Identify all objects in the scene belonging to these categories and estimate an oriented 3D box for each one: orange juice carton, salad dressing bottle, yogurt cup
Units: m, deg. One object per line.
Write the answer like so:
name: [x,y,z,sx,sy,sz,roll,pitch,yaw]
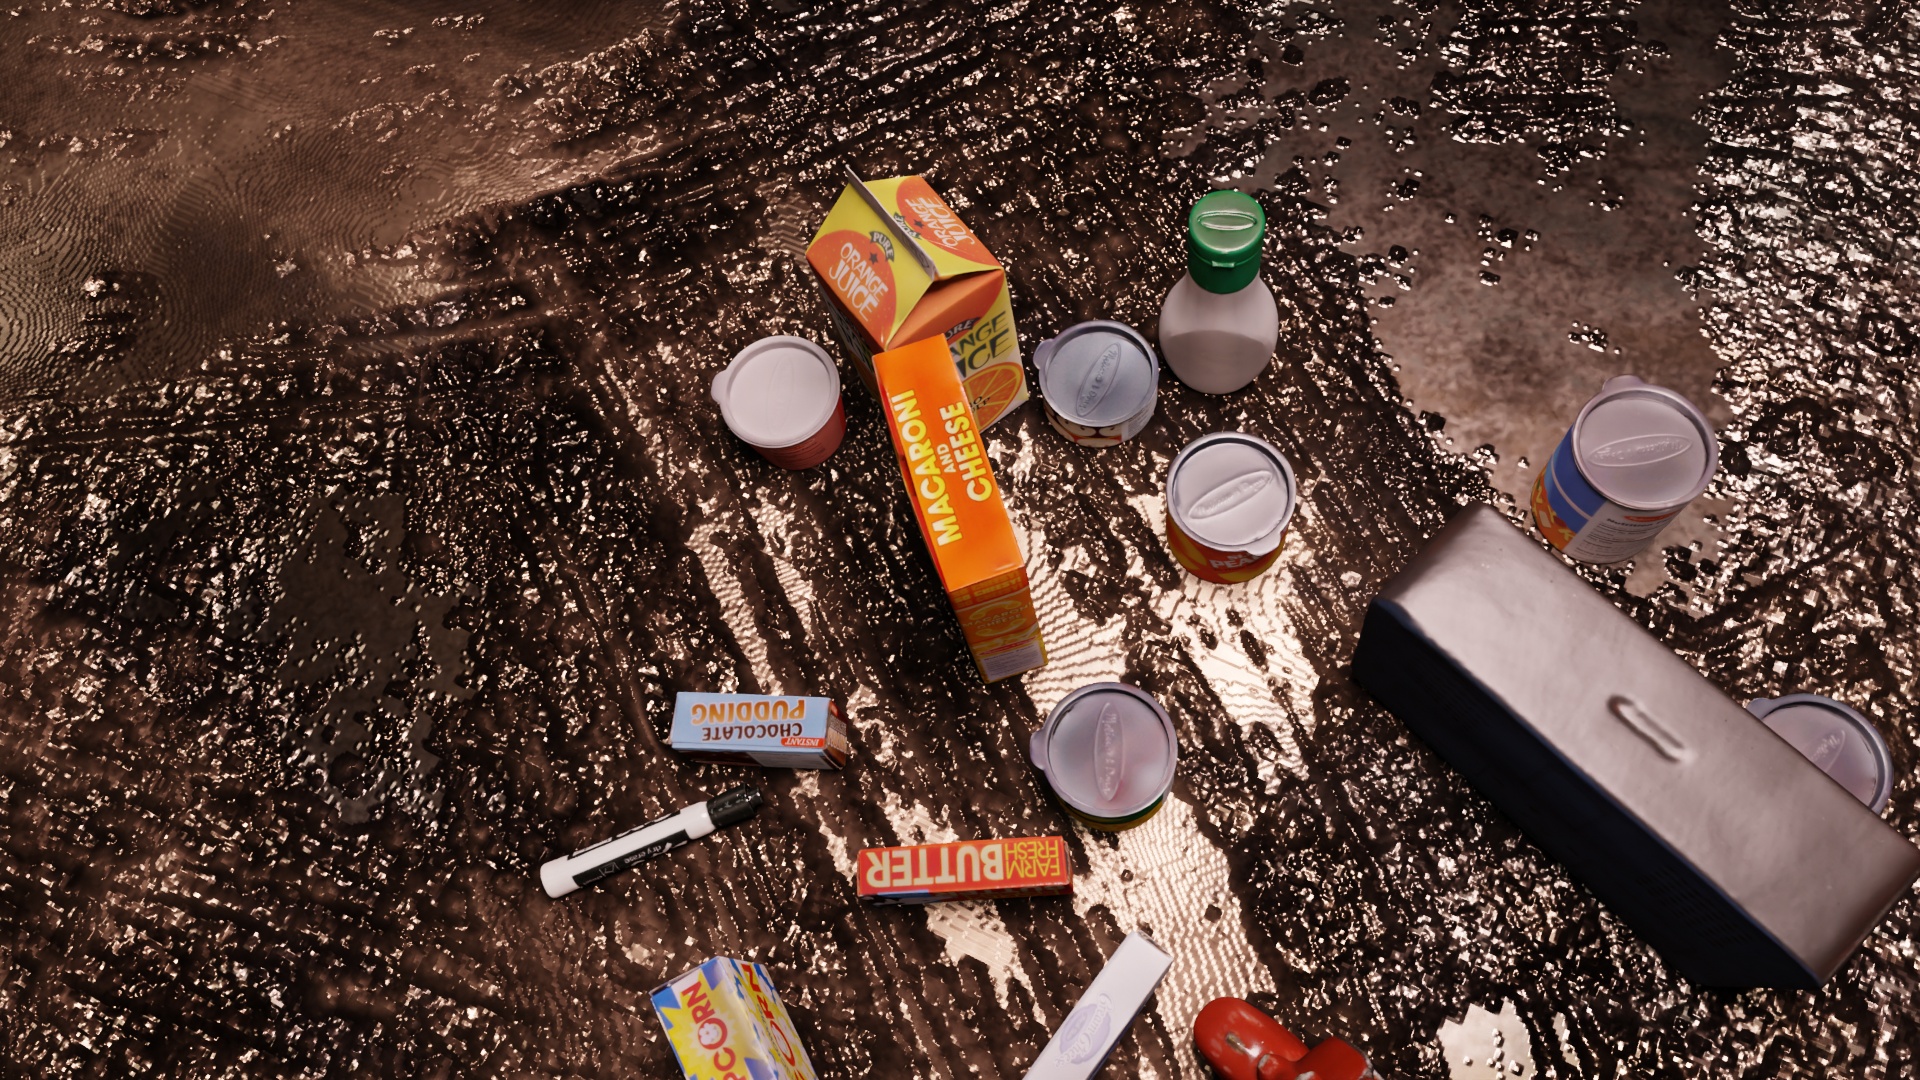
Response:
orange juice carton: [-0.021,-0.118,0.720,0.073,0.192,0.072,-36,70,-6]
salad dressing bottle: [0.136,-0.127,0.727,0.064,0.147,0.044,5,71,10]
yogurt cup: [-0.097,-0.075,0.789,0.072,0.053,0.072,-2,70,7]

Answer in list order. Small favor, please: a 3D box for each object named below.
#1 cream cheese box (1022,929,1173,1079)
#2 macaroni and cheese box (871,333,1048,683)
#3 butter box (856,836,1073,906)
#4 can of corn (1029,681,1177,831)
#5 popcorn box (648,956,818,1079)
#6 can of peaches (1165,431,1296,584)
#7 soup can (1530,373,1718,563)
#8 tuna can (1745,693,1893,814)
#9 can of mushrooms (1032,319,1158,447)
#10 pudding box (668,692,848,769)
cream cheese box: [0.061,0.233,0.655,0.024,0.053,0.104,35,78,18]
macaroni and cheese box: [0.002,-0.009,0.691,0.040,0.166,0.124,-19,69,1]
butter box: [0.004,0.164,0.688,0.103,0.053,0.024,-5,70,6]
can of corn: [0.072,0.109,0.696,0.071,0.058,0.071,-2,70,7]
popcorn box: [-0.091,0.261,0.648,0.038,0.085,0.127,-30,69,-4]
can of peaches: [0.142,-0.014,0.732,0.071,0.058,0.071,-2,70,7]
soup can: [0.331,-0.034,0.701,0.071,0.083,0.071,-2,70,7]
tuna can: [0.402,0.107,0.667,0.071,0.032,0.071,-2,70,7]
can of mushrooms: [0.076,-0.089,0.782,0.071,0.033,0.071,-2,70,7]
pudding box: [-0.105,0.100,0.728,0.084,0.049,0.030,1,71,8]
